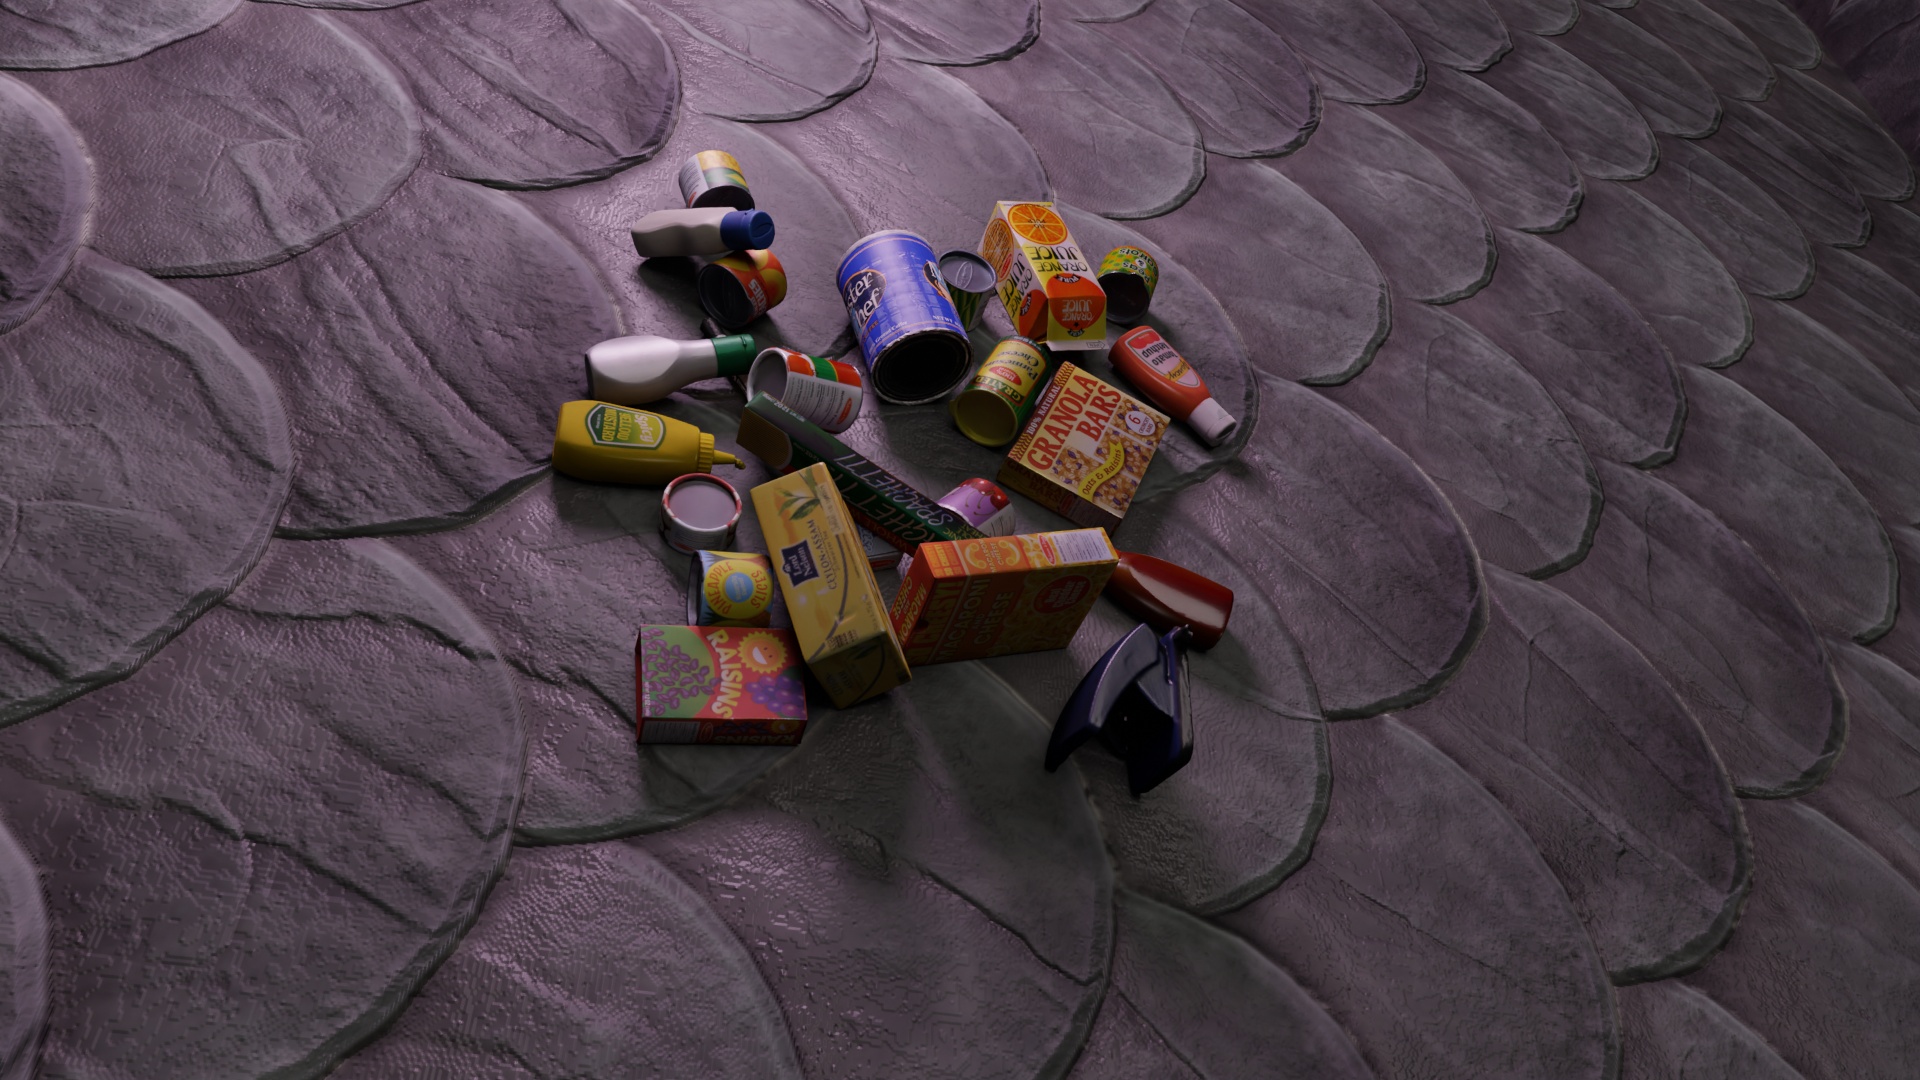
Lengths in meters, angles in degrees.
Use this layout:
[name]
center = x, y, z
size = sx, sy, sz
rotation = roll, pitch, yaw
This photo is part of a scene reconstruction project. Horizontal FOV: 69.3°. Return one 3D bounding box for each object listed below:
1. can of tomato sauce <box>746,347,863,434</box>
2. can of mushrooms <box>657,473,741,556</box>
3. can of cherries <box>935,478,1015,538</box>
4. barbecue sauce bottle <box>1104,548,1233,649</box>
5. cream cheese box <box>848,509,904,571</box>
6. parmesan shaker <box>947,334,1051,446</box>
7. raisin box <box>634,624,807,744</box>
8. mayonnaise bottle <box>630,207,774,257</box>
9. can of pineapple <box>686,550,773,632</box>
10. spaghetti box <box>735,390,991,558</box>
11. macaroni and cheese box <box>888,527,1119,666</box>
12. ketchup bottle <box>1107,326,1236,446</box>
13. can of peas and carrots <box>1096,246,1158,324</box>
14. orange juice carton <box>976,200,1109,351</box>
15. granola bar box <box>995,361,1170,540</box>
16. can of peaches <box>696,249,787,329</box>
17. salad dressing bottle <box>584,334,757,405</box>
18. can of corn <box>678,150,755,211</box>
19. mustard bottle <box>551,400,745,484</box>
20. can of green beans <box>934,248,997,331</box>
[can of tomato sauce]
center = -0.141, -0.135, 1.250
size = 0.083, 0.071, 0.071
rotation = 8, 46, -43
[can of mushrooms]
center = -0.218, -0.024, 1.160
size = 0.071, 0.033, 0.071
rotation = 11, 48, -13
[can of cherries]
center = 0.004, -0.015, 1.223
size = 0.071, 0.071, 0.059
rotation = 40, 48, 13
[barbecue sauce bottle]
center = 0.171, 0.042, 1.259
size = 0.148, 0.043, 0.065
rotation = 25, 46, 0
[cream cheese box]
center = -0.094, -0.019, 1.213
size = 0.053, 0.024, 0.104
rotation = -9, 56, -30
[parmesan shaker]
center = 0.040, -0.148, 1.353
size = 0.071, 0.071, 0.103
rotation = 29, 46, 3
[raisin box]
center = -0.183, 0.110, 1.055
size = 0.123, 0.039, 0.086
rotation = 3, 50, -19
[mayonnaise bottle]
center = -0.243, -0.294, 1.326
size = 0.148, 0.041, 0.065
rotation = 8, 34, 35
[can of pineapple]
center = -0.181, 0.042, 1.094
size = 0.058, 0.070, 0.071
rotation = 4, 50, -20
[spaghetti box]
center = -0.081, -0.041, 1.185
size = 0.250, 0.050, 0.029
rotation = 33, 49, 7
[macaroni and cheese box]
center = 0.032, 0.047, 1.140
size = 0.167, 0.123, 0.040
rotation = -5, 53, -26
[ketchup bottle]
center = 0.225, -0.160, 1.457
size = 0.065, 0.043, 0.149
rotation = -27, 66, -38
[can of peas and carrots]
center = 0.182, -0.283, 1.526
size = 0.071, 0.070, 0.059
rotation = 25, 46, -1
[orange juice carton]
center = 0.091, -0.270, 1.475
size = 0.072, 0.072, 0.193
rotation = -5, 54, -27
[granola bar box]
center = 0.122, -0.089, 1.355
size = 0.124, 0.038, 0.166
rotation = 29, 46, 2
[can of peaches]
center = -0.207, -0.243, 1.331
size = 0.071, 0.071, 0.058
rotation = 38, 46, 11
[salad dressing bottle]
center = -0.257, -0.157, 1.239
size = 0.148, 0.043, 0.064
rotation = -11, 58, -21
[can of corn]
center = -0.246, -0.352, 1.410
size = 0.071, 0.070, 0.058
rotation = -5, 53, -26
[mustard bottle]
center = -0.261, -0.078, 1.178
size = 0.160, 0.048, 0.065
rotation = 7, 51, -17
[can of green beans]
center = -0.002, -0.258, 1.436
size = 0.071, 0.057, 0.071
rotation = 12, 48, -13
